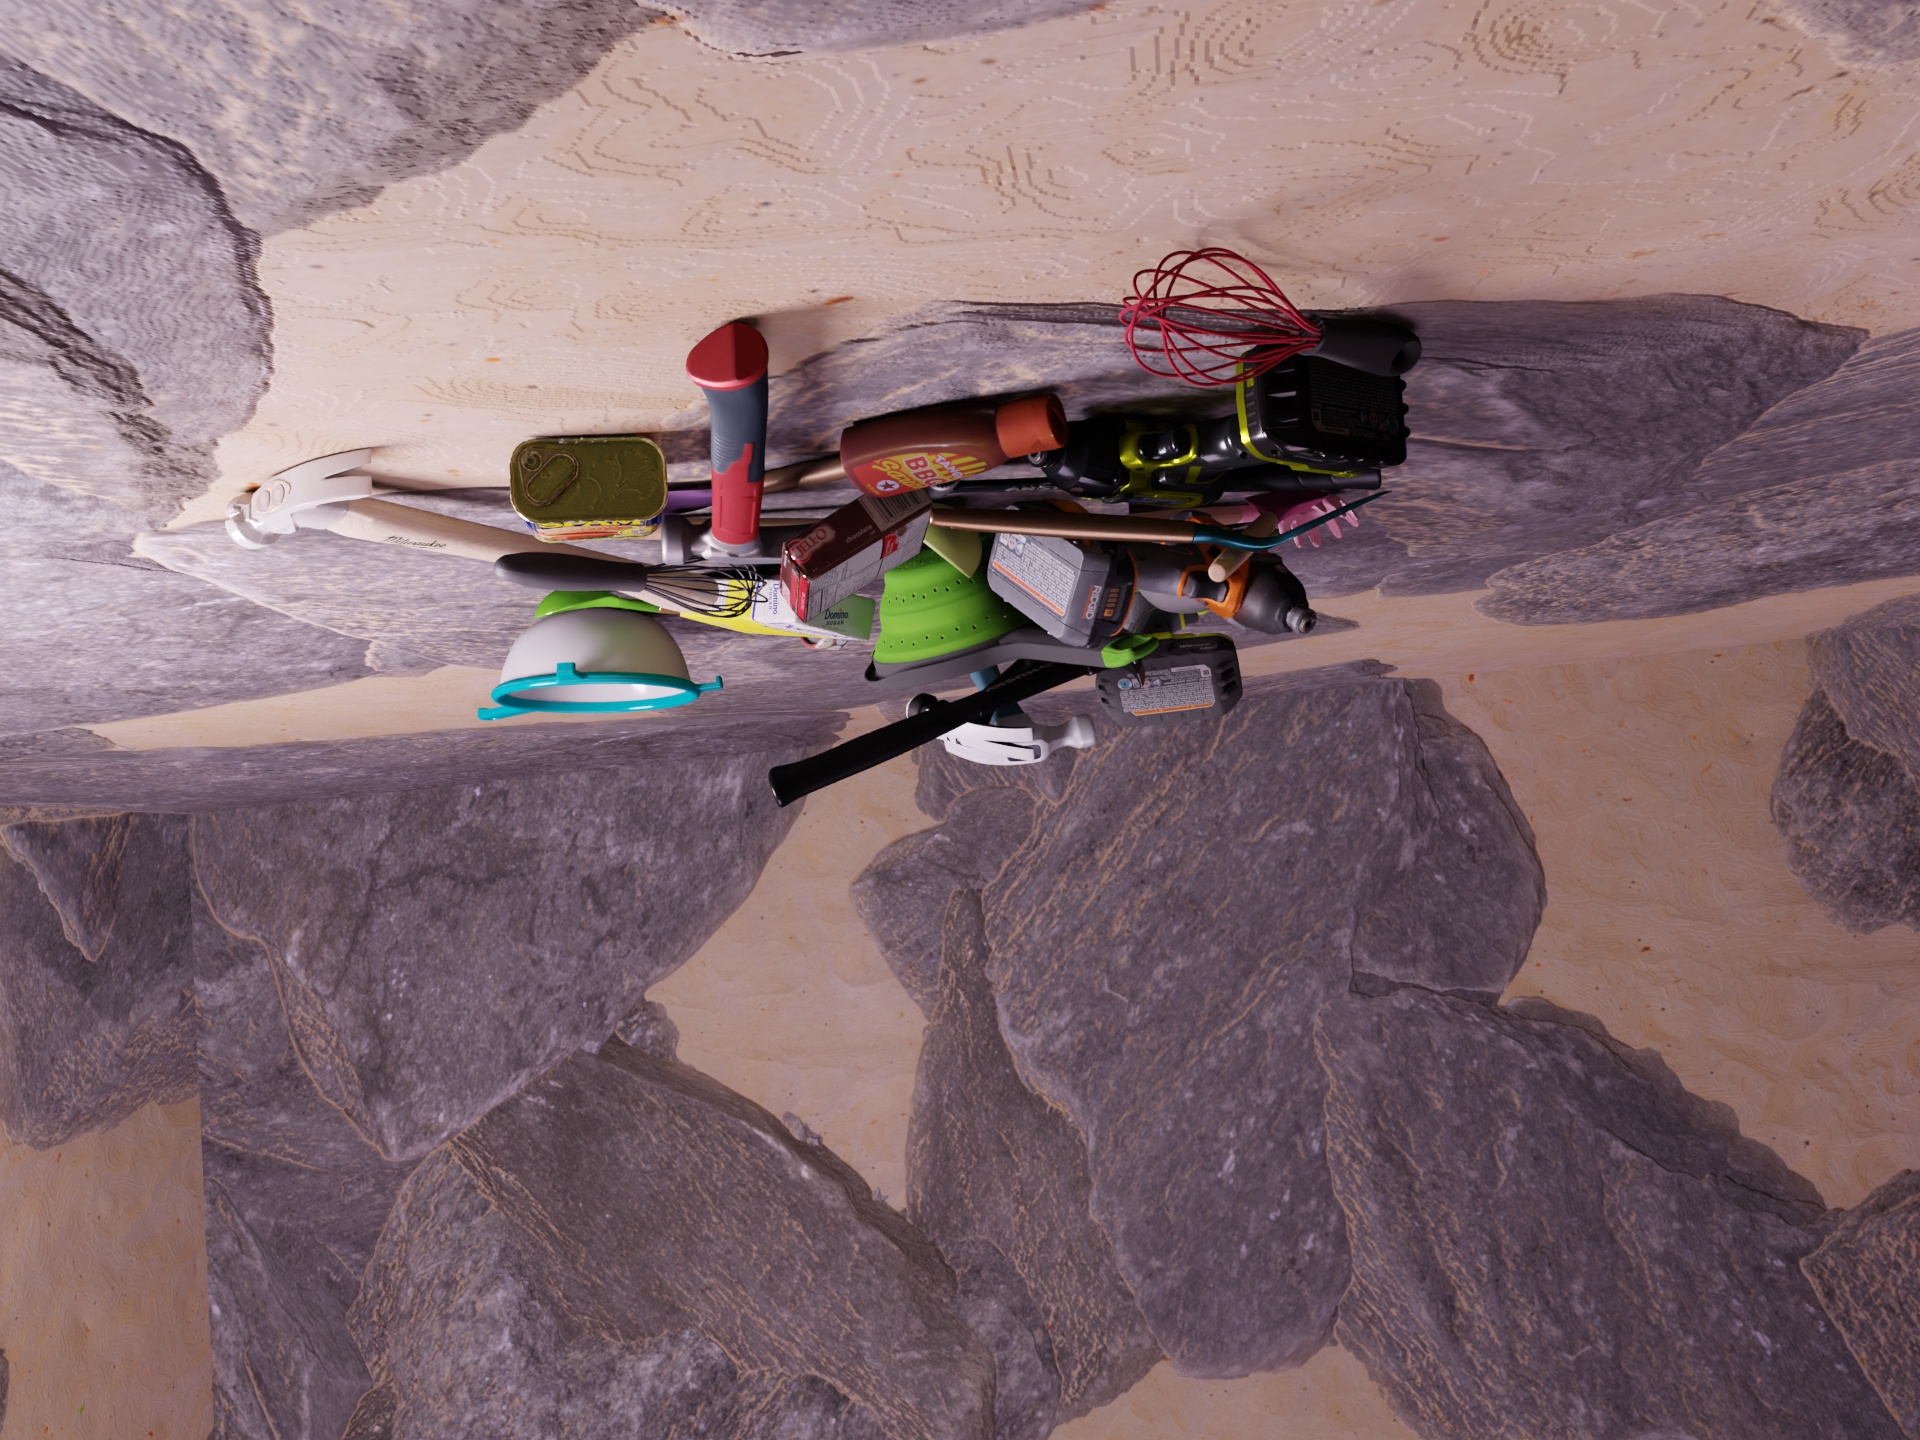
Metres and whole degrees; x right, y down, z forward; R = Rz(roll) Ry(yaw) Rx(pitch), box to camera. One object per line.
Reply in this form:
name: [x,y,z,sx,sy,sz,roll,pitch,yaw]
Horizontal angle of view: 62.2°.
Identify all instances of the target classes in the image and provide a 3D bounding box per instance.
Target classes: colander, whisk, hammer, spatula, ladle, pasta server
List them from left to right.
hammer: [-0.332,-0.132,1.221,0.146,0.038,0.410,-11,168,34]
whisk: [-0.248,-0.108,1.229,0.238,0.055,0.055,1,171,-43]
hammer: [-0.132,-0.169,1.054,0.143,0.038,0.386,-1,171,-9]
spatula: [-0.140,-0.177,1.174,0.316,0.018,0.059,-7,171,25]
ladle: [-0.141,-0.146,1.303,0.320,0.062,0.078,-2,-166,-8]
hammer: [-0.002,-0.004,1.312,0.335,0.035,0.146,-23,-164,-15]
hammer: [0.021,-0.054,1.535,0.128,0.033,0.331,-13,-148,-8]
colander: [0.035,-0.102,1.362,0.204,0.094,0.397,-26,-163,-24]
hammer: [0.095,-0.073,1.482,0.127,0.034,0.337,16,-140,31]
hammer: [0.148,-0.188,1.255,0.409,0.036,0.149,-4,175,-15]
spatula: [0.137,-0.144,1.111,0.317,0.044,0.082,2,-179,-5]
pasta server: [0.219,-0.167,1.354,0.316,0.040,0.060,-10,164,-35]
whisk: [0.185,-0.219,0.895,0.073,0.073,0.295,-11,178,42]

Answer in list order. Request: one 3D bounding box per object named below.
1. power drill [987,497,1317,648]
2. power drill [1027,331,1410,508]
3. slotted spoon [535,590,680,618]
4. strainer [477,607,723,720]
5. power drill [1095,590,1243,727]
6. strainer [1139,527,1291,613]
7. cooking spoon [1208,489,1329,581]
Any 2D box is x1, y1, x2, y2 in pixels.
power drill: [0.154,-0.107,1.207,0.226,0.084,0.164,-3,-151,-35]
power drill: [0.168,-0.190,1.066,0.171,0.080,0.223,-2,176,-39]
slotted spoon: [-0.286,-0.115,1.597,0.070,0.031,0.313,-11,174,43]
strainer: [-0.421,-0.060,1.689,0.211,0.095,0.340,4,171,-45]
power drill: [0.223,-0.095,1.573,0.190,0.080,0.229,-7,-147,14]
strainer: [0.192,-0.125,1.453,0.151,0.069,0.256,-3,-168,42]
cooking spoon: [0.235,-0.150,1.241,0.069,0.017,0.319,2,-162,22]
